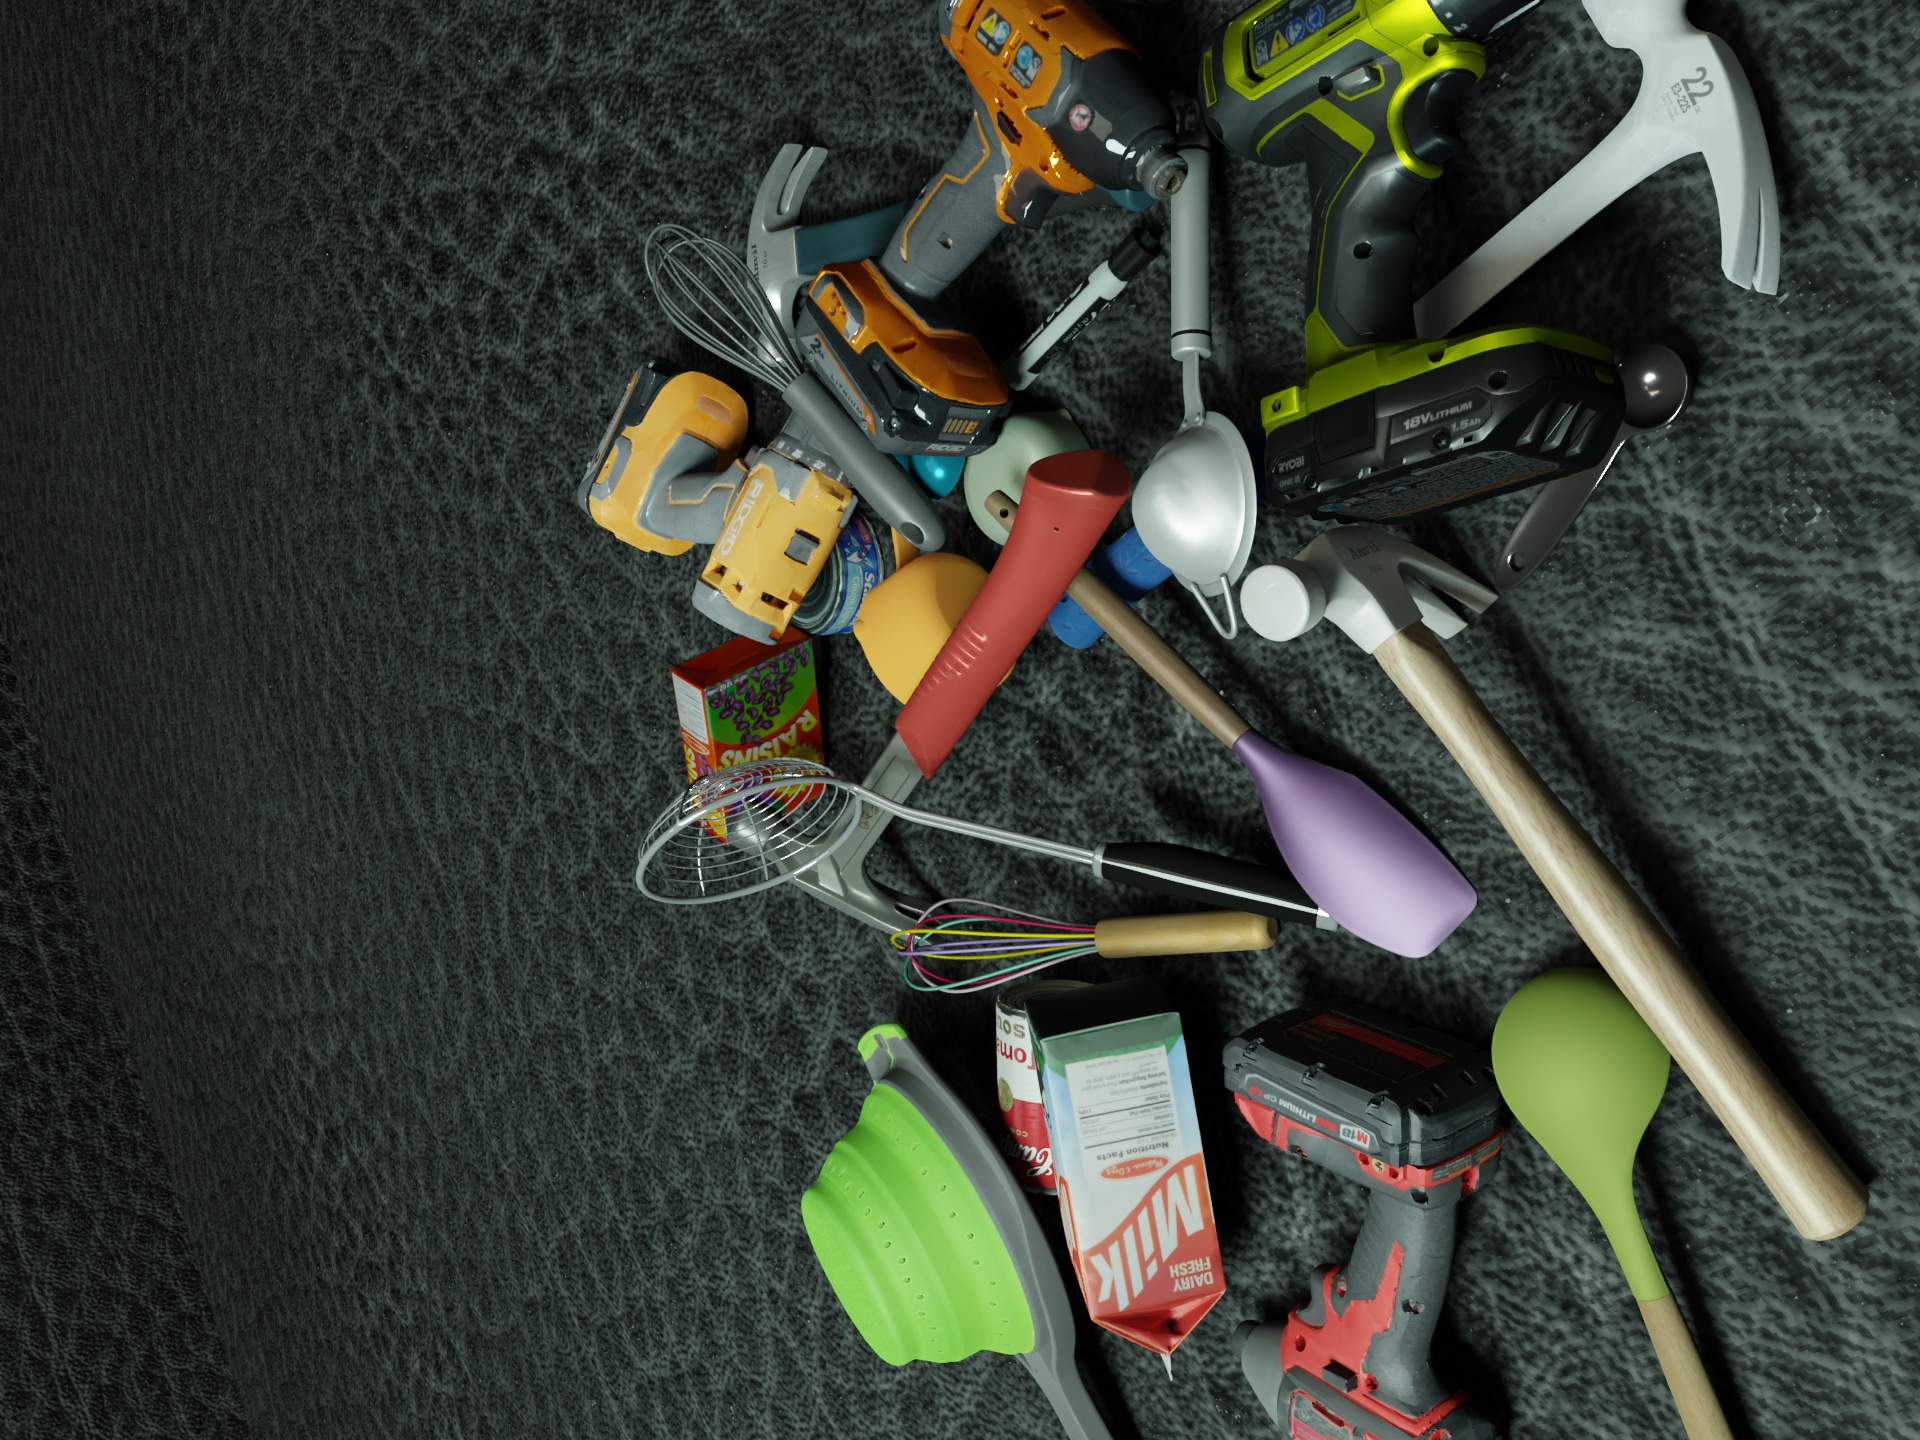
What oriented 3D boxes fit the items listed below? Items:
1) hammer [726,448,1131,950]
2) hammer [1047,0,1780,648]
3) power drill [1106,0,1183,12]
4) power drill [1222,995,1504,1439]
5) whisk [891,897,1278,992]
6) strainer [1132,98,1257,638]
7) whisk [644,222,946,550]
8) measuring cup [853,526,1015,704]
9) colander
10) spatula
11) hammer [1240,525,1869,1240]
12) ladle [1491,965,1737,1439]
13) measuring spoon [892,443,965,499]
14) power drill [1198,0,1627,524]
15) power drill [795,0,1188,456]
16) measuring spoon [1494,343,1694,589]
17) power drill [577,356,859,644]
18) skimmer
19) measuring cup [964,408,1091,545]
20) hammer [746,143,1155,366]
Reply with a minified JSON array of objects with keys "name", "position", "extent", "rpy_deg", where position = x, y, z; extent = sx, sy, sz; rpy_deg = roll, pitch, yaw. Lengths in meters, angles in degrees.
[{"name":"hammer","position":[-0.001,-0.003,0.853],"extent":[0.149,0.037,0.359],"rpy_deg":[28,134,-8]},{"name":"hammer","position":[0.172,-0.142,0.718],"extent":[0.405,0.035,0.144],"rpy_deg":[-39,59,45]},{"name":"power drill","position":[0.143,-0.392,0.687],"extent":[0.227,0.080,0.188],"rpy_deg":[-13,88,44]},{"name":"power drill","position":[0.185,0.253,0.753],"extent":[0.143,0.078,0.219],"rpy_deg":[14,111,52]},{"name":"whisk","position":[0.058,0.120,0.870],"extent":[0.245,0.051,0.047],"rpy_deg":[-10,121,37]},{"name":"strainer","position":[0.106,-0.167,0.746],"extent":[0.087,0.050,0.258],"rpy_deg":[166,106,-66]},{"name":"whisk","position":[-0.092,-0.183,0.884],"extent":[0.239,0.055,0.055],"rpy_deg":[48,132,3]},{"name":"measuring cup","position":[-0.013,-0.089,0.915],"extent":[0.052,0.095,0.174],"rpy_deg":[-30,56,40]},{"name":"colander","position":[0.012,0.371,0.910],"extent":[0.397,0.094,0.204],"rpy_deg":[60,158,9]},{"name":"spatula","position":[0.119,-0.007,0.781],"extent":[0.316,0.018,0.059],"rpy_deg":[47,110,19]},{"name":"hammer","position":[0.247,0.057,0.642],"extent":[0.331,0.130,0.031],"rpy_deg":[55,133,10]},{"name":"ladle","position":[0.304,0.257,0.662],"extent":[0.078,0.062,0.320],"rpy_deg":[-25,85,51]},{"name":"measuring spoon","position":[-0.041,-0.149,0.923],"extent":[0.129,0.021,0.042],"rpy_deg":[6,85,55]},{"name":"power drill","position":[0.183,-0.204,0.611],"extent":[0.190,0.080,0.228],"rpy_deg":[-13,78,52]},{"name":"power drill","position":[0.016,-0.242,0.795],"extent":[0.164,0.084,0.226],"rpy_deg":[54,129,28]},{"name":"measuring spoon","position":[0.261,-0.101,0.658],"extent":[0.034,0.018,0.124],"rpy_deg":[61,141,33]},{"name":"power drill","position":[-0.137,-0.164,0.992],"extent":[0.226,0.084,0.185],"rpy_deg":[33,97,49]},{"name":"skimmer","position":[0.008,0.087,0.819],"extent":[0.363,0.127,0.090],"rpy_deg":[11,72,19]},{"name":"measuring cup","position":[0.005,-0.153,0.901],"extent":[0.168,0.038,0.083],"rpy_deg":[35,121,36]},{"name":"hammer","position":[-0.016,-0.285,0.906],"extent":[0.331,0.033,0.128],"rpy_deg":[4,101,46]}]
